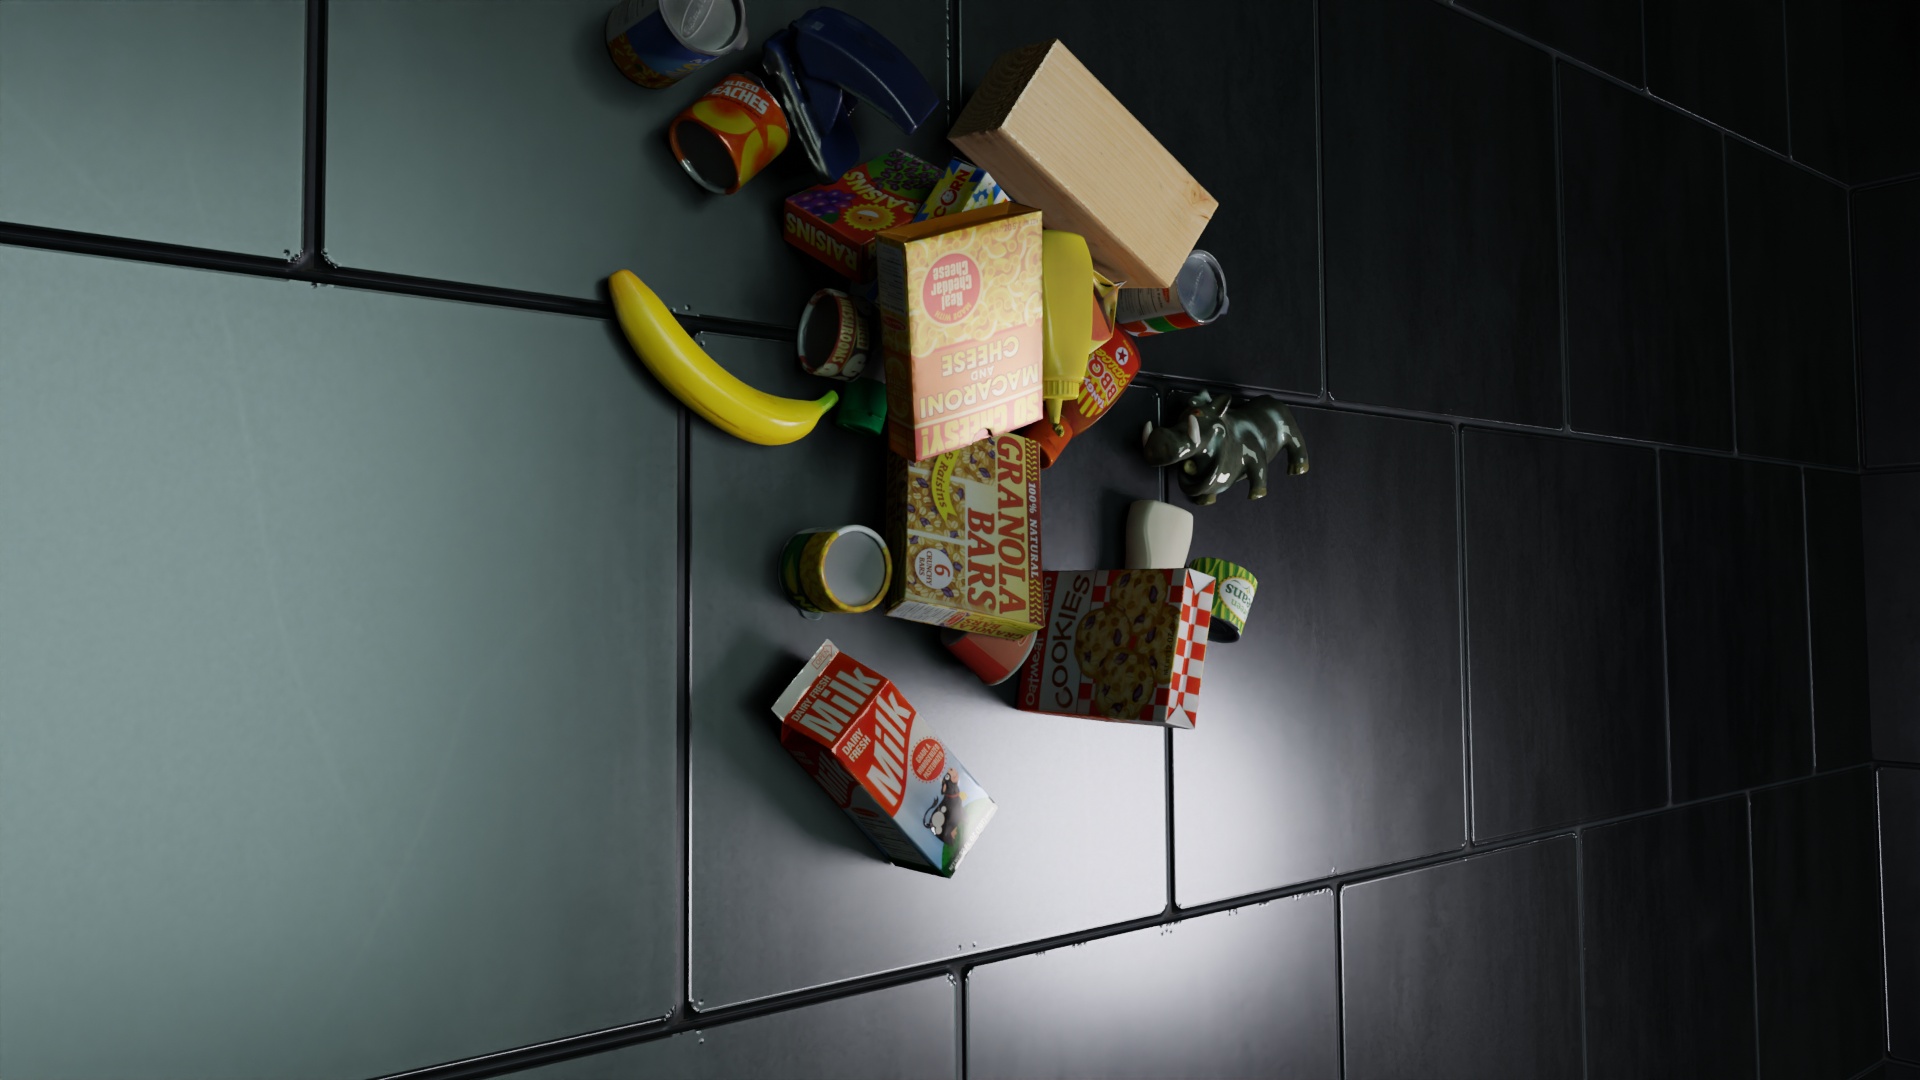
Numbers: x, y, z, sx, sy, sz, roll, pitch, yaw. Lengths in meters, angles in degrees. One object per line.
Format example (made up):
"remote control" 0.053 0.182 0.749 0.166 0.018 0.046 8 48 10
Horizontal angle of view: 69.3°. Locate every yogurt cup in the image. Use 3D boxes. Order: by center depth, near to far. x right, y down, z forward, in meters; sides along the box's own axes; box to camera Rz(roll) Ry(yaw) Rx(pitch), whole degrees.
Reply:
"yogurt cup" 0.021 0.076 1.126 0.054 0.072 0.072 37 66 -22

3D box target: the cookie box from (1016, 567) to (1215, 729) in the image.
"cookie box" 0.123 0.086 1.141 0.040 0.167 0.123 19 76 -40

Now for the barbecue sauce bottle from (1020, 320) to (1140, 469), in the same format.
"barbecue sauce bottle" 0.101 -0.125 1.213 0.149 0.043 0.064 -53 122 -27

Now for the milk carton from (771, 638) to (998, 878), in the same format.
"milk carton" -0.063 0.164 1.046 0.190 0.073 0.073 51 59 -24

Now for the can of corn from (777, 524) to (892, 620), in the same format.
"can of corn" -0.093 0.024 1.040 0.071 0.058 0.071 3 86 -38

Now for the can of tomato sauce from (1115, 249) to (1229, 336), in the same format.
"can of tomato sauce" 0.191 -0.223 1.265 0.071 0.083 0.071 2 86 -39

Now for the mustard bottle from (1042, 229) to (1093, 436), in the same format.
"mustard bottle" 0.072 -0.161 1.096 0.065 0.049 0.160 0 89 -38

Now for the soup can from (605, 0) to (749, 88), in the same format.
"soup can" -0.196 -0.355 0.963 0.071 0.083 0.071 2 87 -39

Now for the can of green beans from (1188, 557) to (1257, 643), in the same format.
"can of green beans" 0.238 0.056 1.298 0.071 0.071 0.058 36 66 -32

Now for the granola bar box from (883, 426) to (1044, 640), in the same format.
"granola bar box" 0.004 -0.014 1.091 0.124 0.039 0.166 13 63 -27

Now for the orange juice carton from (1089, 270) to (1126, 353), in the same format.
"orange juice carton" 0.057 -0.174 1.163 0.193 0.071 0.073 -38 111 -33

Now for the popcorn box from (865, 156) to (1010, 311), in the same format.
"popcorn box" -0.007 -0.210 1.048 0.126 0.038 0.085 -58 146 -3

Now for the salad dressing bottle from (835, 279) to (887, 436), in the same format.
"salad dressing bottle" -0.064 -0.156 1.084 0.064 0.044 0.148 22 75 -43

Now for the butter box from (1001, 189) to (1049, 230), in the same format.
"butter box" 0.056 -0.265 1.198 0.103 0.024 0.053 10 80 -38

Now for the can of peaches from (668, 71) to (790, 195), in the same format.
"can of peaches" -0.166 -0.291 0.993 0.058 0.071 0.071 -50 117 -28

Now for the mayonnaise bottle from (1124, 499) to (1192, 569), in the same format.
"mayonnaise bottle" 0.173 0.041 1.264 0.065 0.041 0.148 18 78 -35

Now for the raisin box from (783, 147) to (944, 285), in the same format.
"raisin box" -0.062 -0.249 1.063 0.124 0.086 0.039 -35 148 -35

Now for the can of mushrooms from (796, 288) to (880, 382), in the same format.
"can of mushrooms" -0.092 -0.154 1.043 0.033 0.071 0.071 9 82 -36

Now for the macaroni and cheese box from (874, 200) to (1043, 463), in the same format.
"macaroni and cheese box" 0.003 -0.153 1.017 0.124 0.040 0.165 -21 123 -31
